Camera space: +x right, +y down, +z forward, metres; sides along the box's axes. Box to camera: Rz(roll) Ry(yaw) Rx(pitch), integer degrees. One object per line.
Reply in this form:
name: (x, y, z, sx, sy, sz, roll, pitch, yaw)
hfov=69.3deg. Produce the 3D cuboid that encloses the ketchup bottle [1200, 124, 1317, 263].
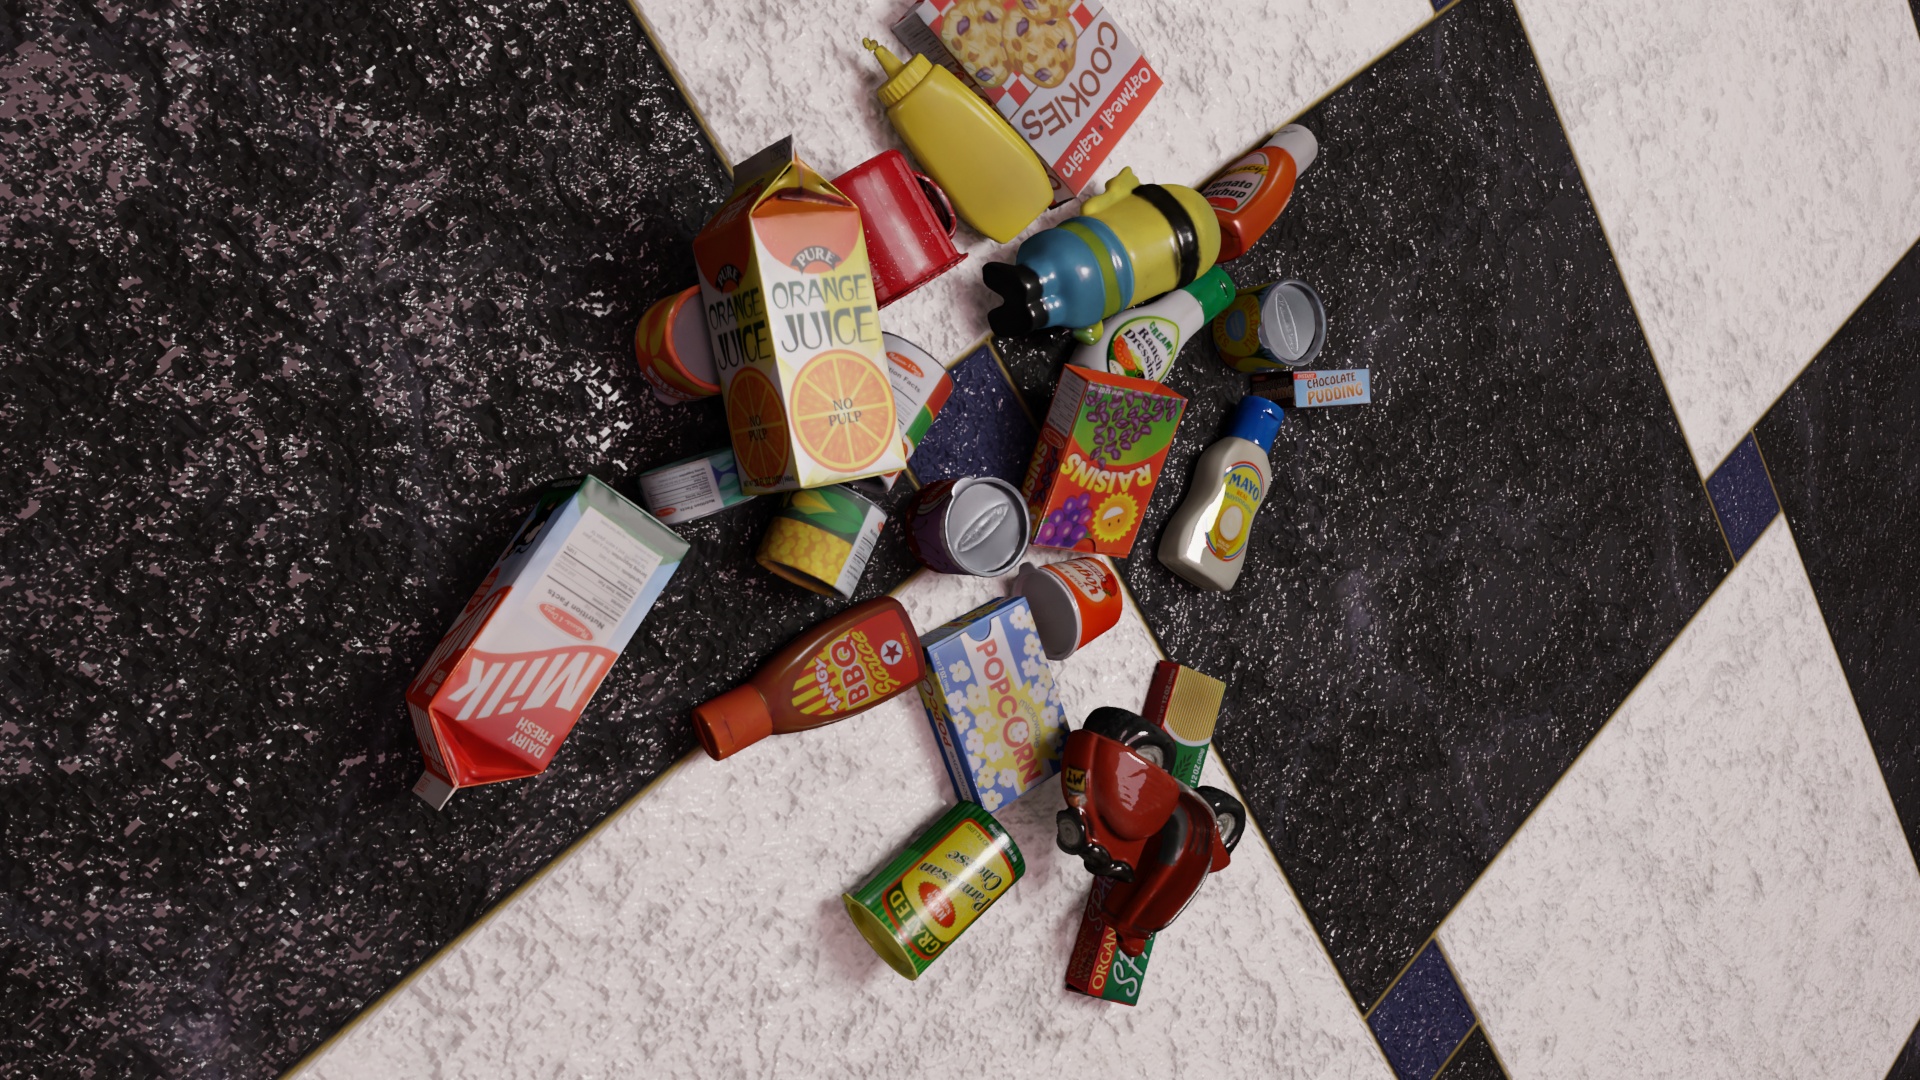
ketchup bottle: (0.223, -0.266, 1.058, 0.149, 0.065, 0.043, -47, 129, -32)

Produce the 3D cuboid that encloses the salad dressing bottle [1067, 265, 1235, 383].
salad dressing bottle: (0.142, -0.151, 1.017, 0.148, 0.044, 0.064, -40, 111, -25)

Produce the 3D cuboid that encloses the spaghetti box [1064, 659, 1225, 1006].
spaghetti box: (0.137, 0.215, 1.023, 0.050, 0.028, 0.250, 24, 78, -28)

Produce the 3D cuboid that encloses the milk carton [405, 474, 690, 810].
milk carton: (-0.240, 0.061, 0.772, 0.073, 0.072, 0.191, 39, 70, -25)

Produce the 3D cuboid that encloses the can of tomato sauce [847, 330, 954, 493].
can of tomato sauce: (-0.053, -0.081, 0.889, 0.071, 0.071, 0.083, 38, 72, -25)

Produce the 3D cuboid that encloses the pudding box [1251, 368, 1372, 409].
pudding box: (0.277, -0.119, 1.094, 0.084, 0.049, 0.030, -5, 95, -30)

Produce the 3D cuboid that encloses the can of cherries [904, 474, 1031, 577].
can of cherries: (0.003, -0.012, 0.926, 0.071, 0.058, 0.071, -1, 91, -30)

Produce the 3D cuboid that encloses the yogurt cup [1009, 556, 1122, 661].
yogurt cup: (0.076, 0.044, 0.967, 0.054, 0.072, 0.072, -19, 100, -38)

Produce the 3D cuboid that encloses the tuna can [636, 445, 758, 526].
tuna can: (-0.156, -0.033, 0.828, 0.071, 0.071, 0.032, -22, 101, -29)

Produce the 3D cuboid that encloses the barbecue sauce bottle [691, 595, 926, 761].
barbecue sauce bottle: (-0.096, 0.090, 0.875, 0.149, 0.043, 0.064, -25, 104, -28)

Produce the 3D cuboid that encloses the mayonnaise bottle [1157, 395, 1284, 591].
mayonnaise bottle: (0.203, -0.038, 1.055, 0.064, 0.041, 0.148, 31, 75, -25)

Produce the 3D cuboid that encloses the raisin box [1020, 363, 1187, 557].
raisin box: (0.095, -0.053, 0.965, 0.086, 0.040, 0.123, 7, 112, -32)

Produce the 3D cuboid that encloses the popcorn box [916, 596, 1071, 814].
popcorn box: (0.022, 0.112, 0.949, 0.085, 0.038, 0.126, -25, 103, -27)

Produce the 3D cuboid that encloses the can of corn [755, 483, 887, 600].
can of corn: (-0.090, -0.003, 0.867, 0.071, 0.071, 0.058, 30, 76, -28)

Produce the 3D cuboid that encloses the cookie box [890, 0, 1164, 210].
cookie box: (0.050, -0.335, 0.965, 0.167, 0.040, 0.123, 44, 69, -22)

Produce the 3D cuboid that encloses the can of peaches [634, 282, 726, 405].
can of peaches: (-0.155, -0.116, 0.831, 0.071, 0.058, 0.071, 0, 90, -31)

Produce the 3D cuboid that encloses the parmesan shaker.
parmesan shaker: (-0.017, 0.225, 0.910, 0.103, 0.071, 0.071, -39, 109, -25)

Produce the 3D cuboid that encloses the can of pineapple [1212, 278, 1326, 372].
can of pineapple: (0.235, -0.164, 1.064, 0.071, 0.058, 0.071, 0, 90, -31)

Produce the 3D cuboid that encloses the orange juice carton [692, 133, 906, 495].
orange juice carton: (-0.095, -0.126, 0.790, 0.073, 0.071, 0.192, -14, 96, -35)

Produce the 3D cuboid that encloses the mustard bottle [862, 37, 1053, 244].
mustard bottle: (-0.007, -0.272, 0.919, 0.065, 0.049, 0.160, -40, 111, 10)
